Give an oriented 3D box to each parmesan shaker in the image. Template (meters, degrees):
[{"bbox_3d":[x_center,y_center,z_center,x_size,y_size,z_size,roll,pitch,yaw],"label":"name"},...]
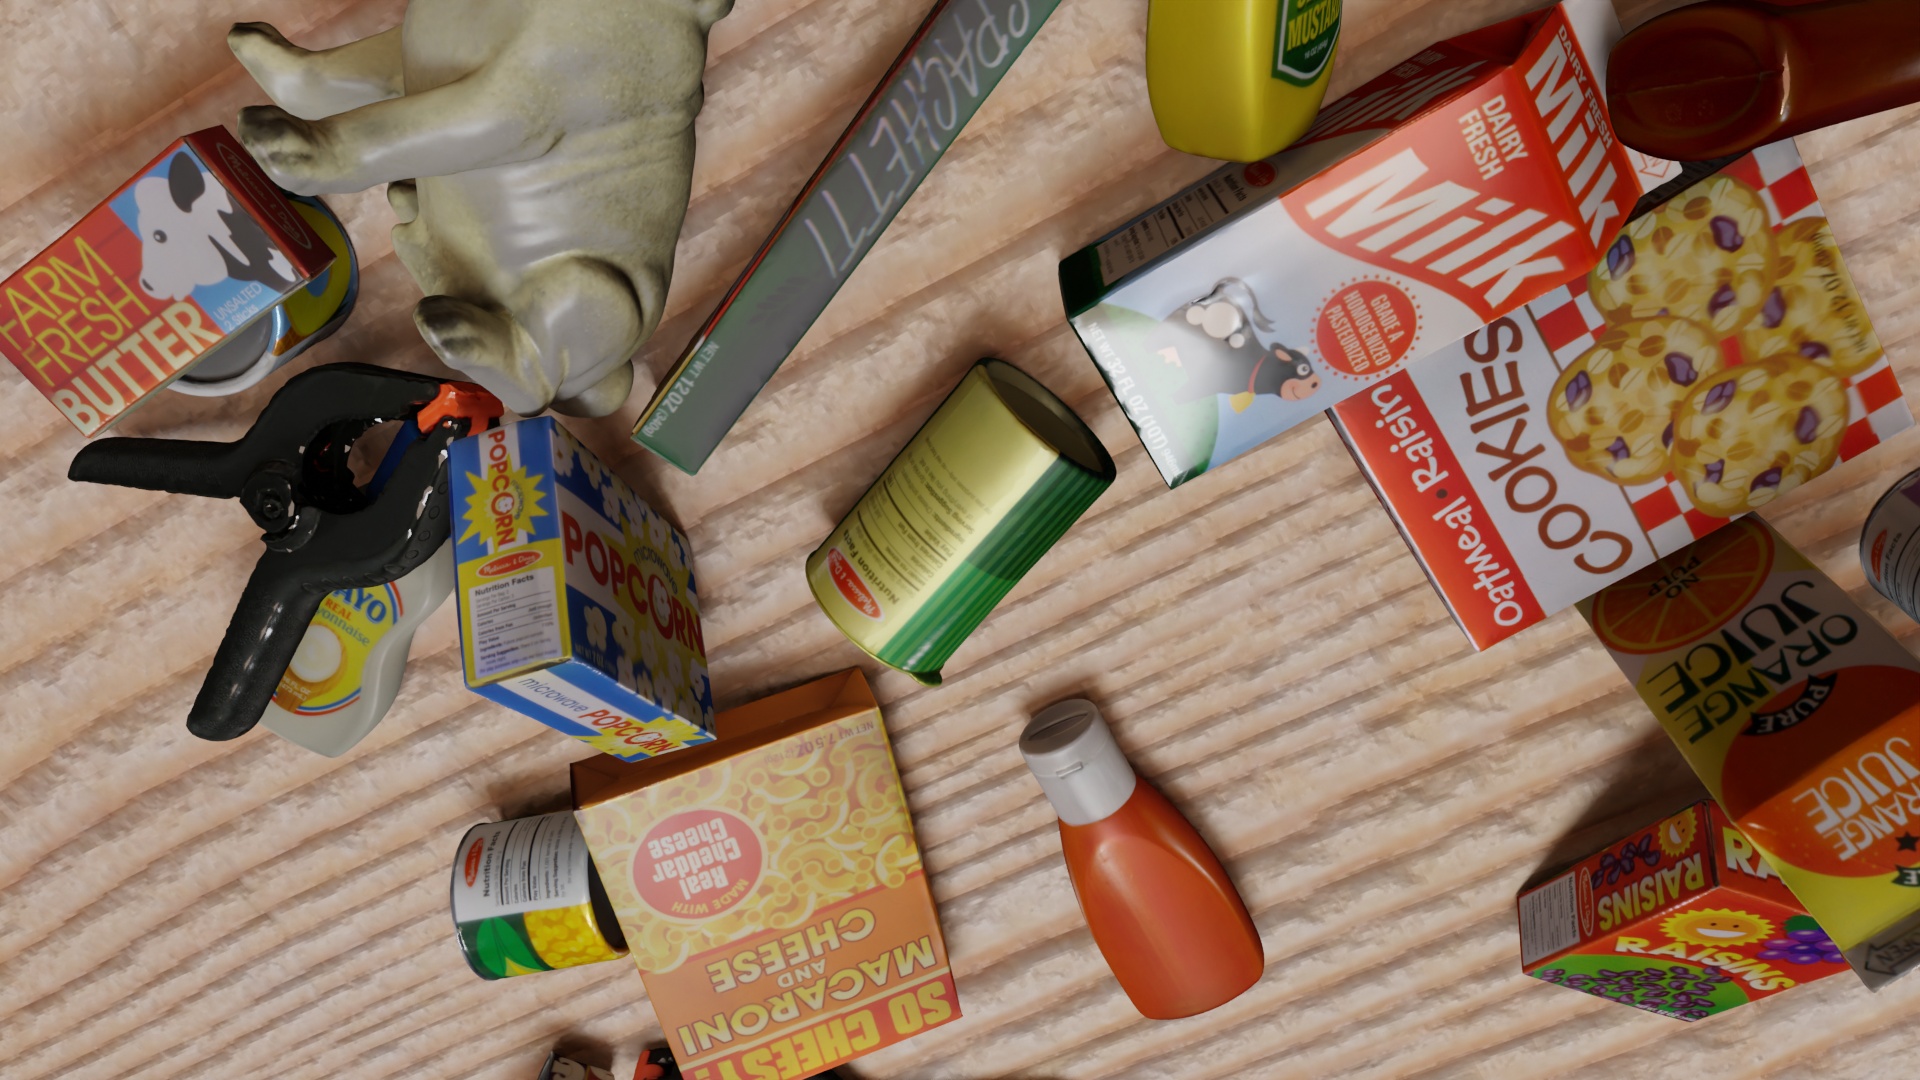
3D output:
[{"bbox_3d":[0.002,-0.006,0.509,0.071,0.071,0.102,37,111,-15],"label":"parmesan shaker"}]

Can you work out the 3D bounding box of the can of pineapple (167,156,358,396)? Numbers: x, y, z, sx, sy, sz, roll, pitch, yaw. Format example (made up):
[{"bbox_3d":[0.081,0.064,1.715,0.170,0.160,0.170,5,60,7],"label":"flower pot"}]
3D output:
[{"bbox_3d":[-0.255,-0.091,0.482,0.071,0.058,0.070,1,115,2],"label":"can of pineapple"}]

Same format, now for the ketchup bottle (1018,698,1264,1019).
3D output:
[{"bbox_3d":[0.073,0.135,0.588,0.064,0.044,0.148,-25,112,12],"label":"ketchup bottle"}]

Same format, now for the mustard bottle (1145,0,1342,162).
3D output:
[{"bbox_3d":[0.086,-0.194,0.404,0.049,0.065,0.159,22,137,29],"label":"mustard bottle"}]

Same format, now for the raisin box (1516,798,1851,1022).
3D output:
[{"bbox_3d":[0.300,0.153,0.563,0.086,0.040,0.122,18,146,-6],"label":"raisin box"}]

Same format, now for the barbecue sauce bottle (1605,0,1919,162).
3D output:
[{"bbox_3d":[0.271,-0.150,0.417,0.149,0.065,0.043,-18,106,-20],"label":"barbecue sauce bottle"}]

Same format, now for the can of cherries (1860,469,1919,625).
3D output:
[{"bbox_3d":[0.384,0.009,0.511,0.071,0.058,0.071,1,116,2],"label":"can of cherries"}]

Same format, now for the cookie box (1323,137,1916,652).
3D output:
[{"bbox_3d":[0.228,-0.051,0.498,0.167,0.040,0.122,-31,111,14],"label":"cookie box"}]

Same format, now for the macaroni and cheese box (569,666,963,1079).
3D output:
[{"bbox_3d":[-0.077,0.149,0.584,0.124,0.040,0.165,-18,116,-10],"label":"macaroni and cheese box"}]

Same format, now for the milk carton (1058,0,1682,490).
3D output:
[{"bbox_3d":[0.133,-0.101,0.458,0.190,0.074,0.072,-29,111,14],"label":"milk carton"}]

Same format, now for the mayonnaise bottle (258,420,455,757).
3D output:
[{"bbox_3d":[-0.230,0.015,0.540,0.065,0.041,0.147,35,111,-8],"label":"mayonnaise bottle"}]

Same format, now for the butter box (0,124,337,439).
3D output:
[{"bbox_3d":[-0.256,-0.080,0.440,0.103,0.024,0.053,-30,111,15],"label":"butter box"}]

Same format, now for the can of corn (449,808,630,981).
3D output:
[{"bbox_3d":[-0.172,0.150,0.591,0.058,0.071,0.071,-11,115,6],"label":"can of corn"}]

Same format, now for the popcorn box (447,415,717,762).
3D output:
[{"bbox_3d":[-0.128,0.022,0.483,0.038,0.085,0.126,-15,158,5],"label":"popcorn box"}]

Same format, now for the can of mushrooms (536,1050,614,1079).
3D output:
[{"bbox_3d":[-0.189,0.277,0.649,0.033,0.071,0.070,24,114,-10],"label":"can of mushrooms"}]

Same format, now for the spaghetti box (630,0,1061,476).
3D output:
[{"bbox_3d":[-0.029,-0.126,0.463,0.028,0.050,0.249,35,111,-16],"label":"spaghetti box"}]

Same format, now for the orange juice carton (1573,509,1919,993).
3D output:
[{"bbox_3d":[0.285,0.063,0.465,0.071,0.193,0.073,-41,107,20],"label":"orange juice carton"}]
